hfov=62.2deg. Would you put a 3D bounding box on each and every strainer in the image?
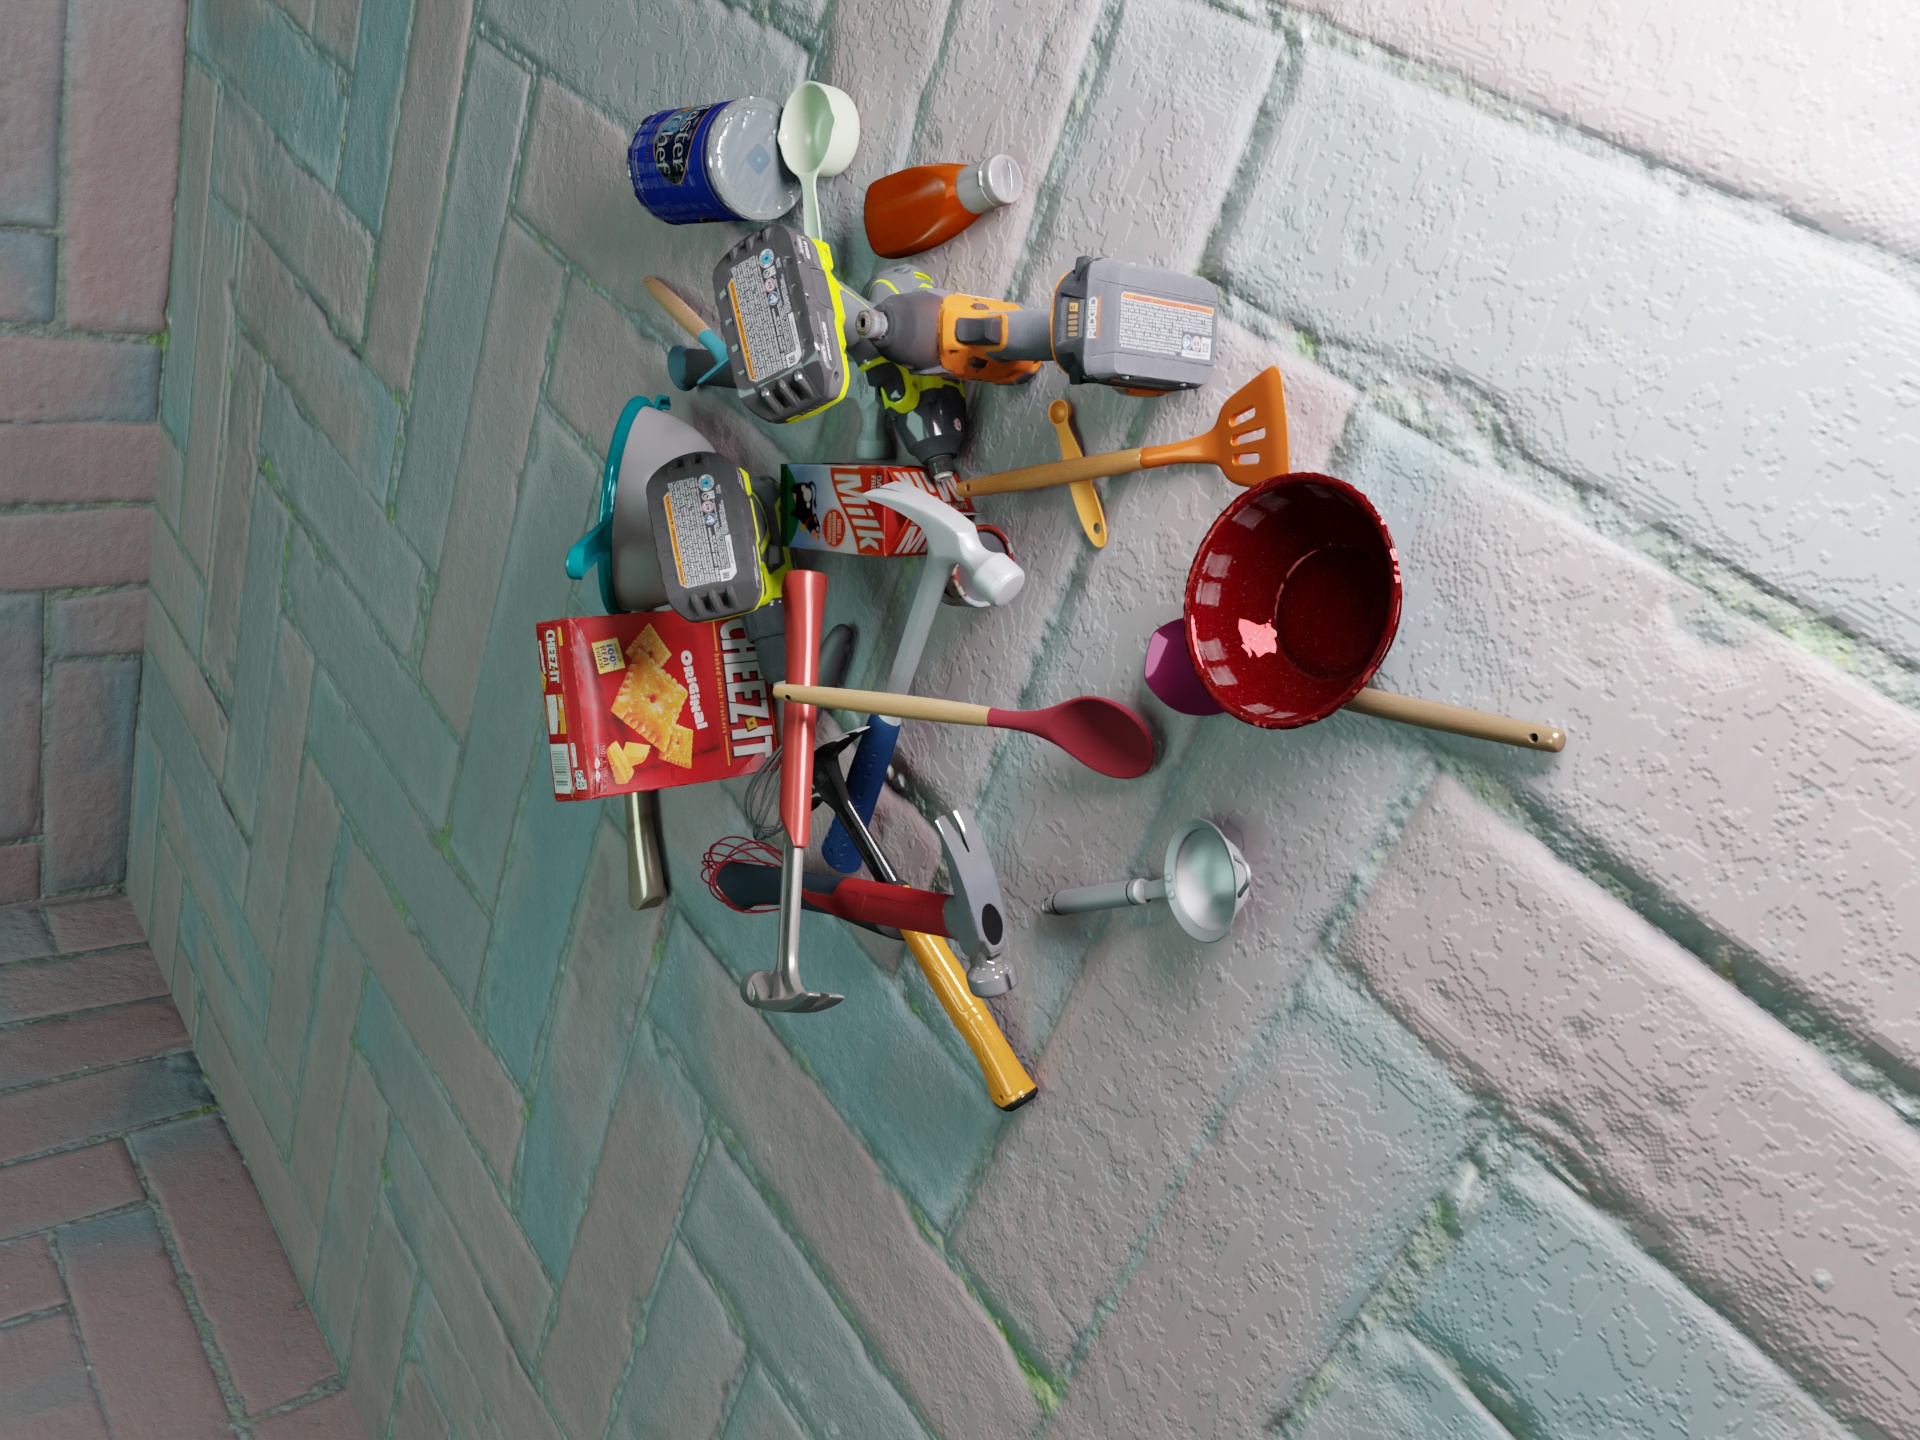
[{"bbox_3d":[0.136,0.122,1.153,0.258,0.050,0.087,-18,76,55],"label":"strainer"},{"bbox_3d":[-0.273,-0.174,1.441,0.340,0.095,0.211,-87,4,-71],"label":"strainer"}]

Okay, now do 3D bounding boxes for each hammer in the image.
[{"bbox_3d":[-0.129,0.053,1.281,0.149,0.036,0.359,-18,67,60],"label":"hammer"},{"bbox_3d":[-0.354,-0.002,1.702,0.146,0.038,0.410,8,102,50],"label":"hammer"},{"bbox_3d":[-0.033,0.166,1.308,0.337,0.034,0.127,58,143,10],"label":"hammer"},{"bbox_3d":[-0.100,0.132,1.311,0.386,0.038,0.143,1,110,52],"label":"hammer"},{"bbox_3d":[-0.170,-0.314,1.444,0.331,0.033,0.128,17,109,47],"label":"hammer"},{"bbox_3d":[-0.060,-0.016,1.298,0.144,0.035,0.405,45,139,22],"label":"hammer"}]

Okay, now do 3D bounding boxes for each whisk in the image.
[{"bbox_3d":[-0.142,0.160,1.470,0.296,0.073,0.073,10,103,42],"label":"whisk"},{"bbox_3d":[-0.146,0.013,1.461,0.055,0.055,0.239,45,122,35],"label":"whisk"}]

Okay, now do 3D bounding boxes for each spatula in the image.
[{"bbox_3d":[0.107,-0.184,1.130,0.323,0.041,0.081,-2,95,45],"label":"spatula"},{"bbox_3d":[-0.250,-0.374,1.481,0.082,0.044,0.318,-41,41,-1],"label":"spatula"}]

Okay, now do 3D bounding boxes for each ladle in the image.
[{"bbox_3d":[-0.002,-0.004,1.209,0.315,0.031,0.069,7,125,21],"label":"ladle"}]

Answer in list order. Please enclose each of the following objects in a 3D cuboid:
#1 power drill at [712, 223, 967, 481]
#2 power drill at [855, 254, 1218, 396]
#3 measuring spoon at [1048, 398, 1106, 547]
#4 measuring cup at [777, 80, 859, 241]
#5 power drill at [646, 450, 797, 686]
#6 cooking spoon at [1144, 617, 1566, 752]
[{"bbox_3d":[-0.076,-0.273,1.198,0.080,0.223,0.171,-19,80,31],"label":"power drill"},{"bbox_3d":[0.045,-0.271,1.105,0.227,0.164,0.084,11,102,46],"label":"power drill"},{"bbox_3d":[0.090,-0.184,1.185,0.021,0.011,0.117,-23,82,44],"label":"measuring spoon"},{"bbox_3d":[-0.115,-0.456,1.357,0.083,0.038,0.167,7,103,48],"label":"measuring cup"},{"bbox_3d":[-0.189,-0.129,1.377,0.080,0.228,0.190,-12,85,7],"label":"power drill"},{"bbox_3d":[0.240,-0.017,1.028,0.319,0.017,0.069,16,98,47],"label":"cooking spoon"}]
